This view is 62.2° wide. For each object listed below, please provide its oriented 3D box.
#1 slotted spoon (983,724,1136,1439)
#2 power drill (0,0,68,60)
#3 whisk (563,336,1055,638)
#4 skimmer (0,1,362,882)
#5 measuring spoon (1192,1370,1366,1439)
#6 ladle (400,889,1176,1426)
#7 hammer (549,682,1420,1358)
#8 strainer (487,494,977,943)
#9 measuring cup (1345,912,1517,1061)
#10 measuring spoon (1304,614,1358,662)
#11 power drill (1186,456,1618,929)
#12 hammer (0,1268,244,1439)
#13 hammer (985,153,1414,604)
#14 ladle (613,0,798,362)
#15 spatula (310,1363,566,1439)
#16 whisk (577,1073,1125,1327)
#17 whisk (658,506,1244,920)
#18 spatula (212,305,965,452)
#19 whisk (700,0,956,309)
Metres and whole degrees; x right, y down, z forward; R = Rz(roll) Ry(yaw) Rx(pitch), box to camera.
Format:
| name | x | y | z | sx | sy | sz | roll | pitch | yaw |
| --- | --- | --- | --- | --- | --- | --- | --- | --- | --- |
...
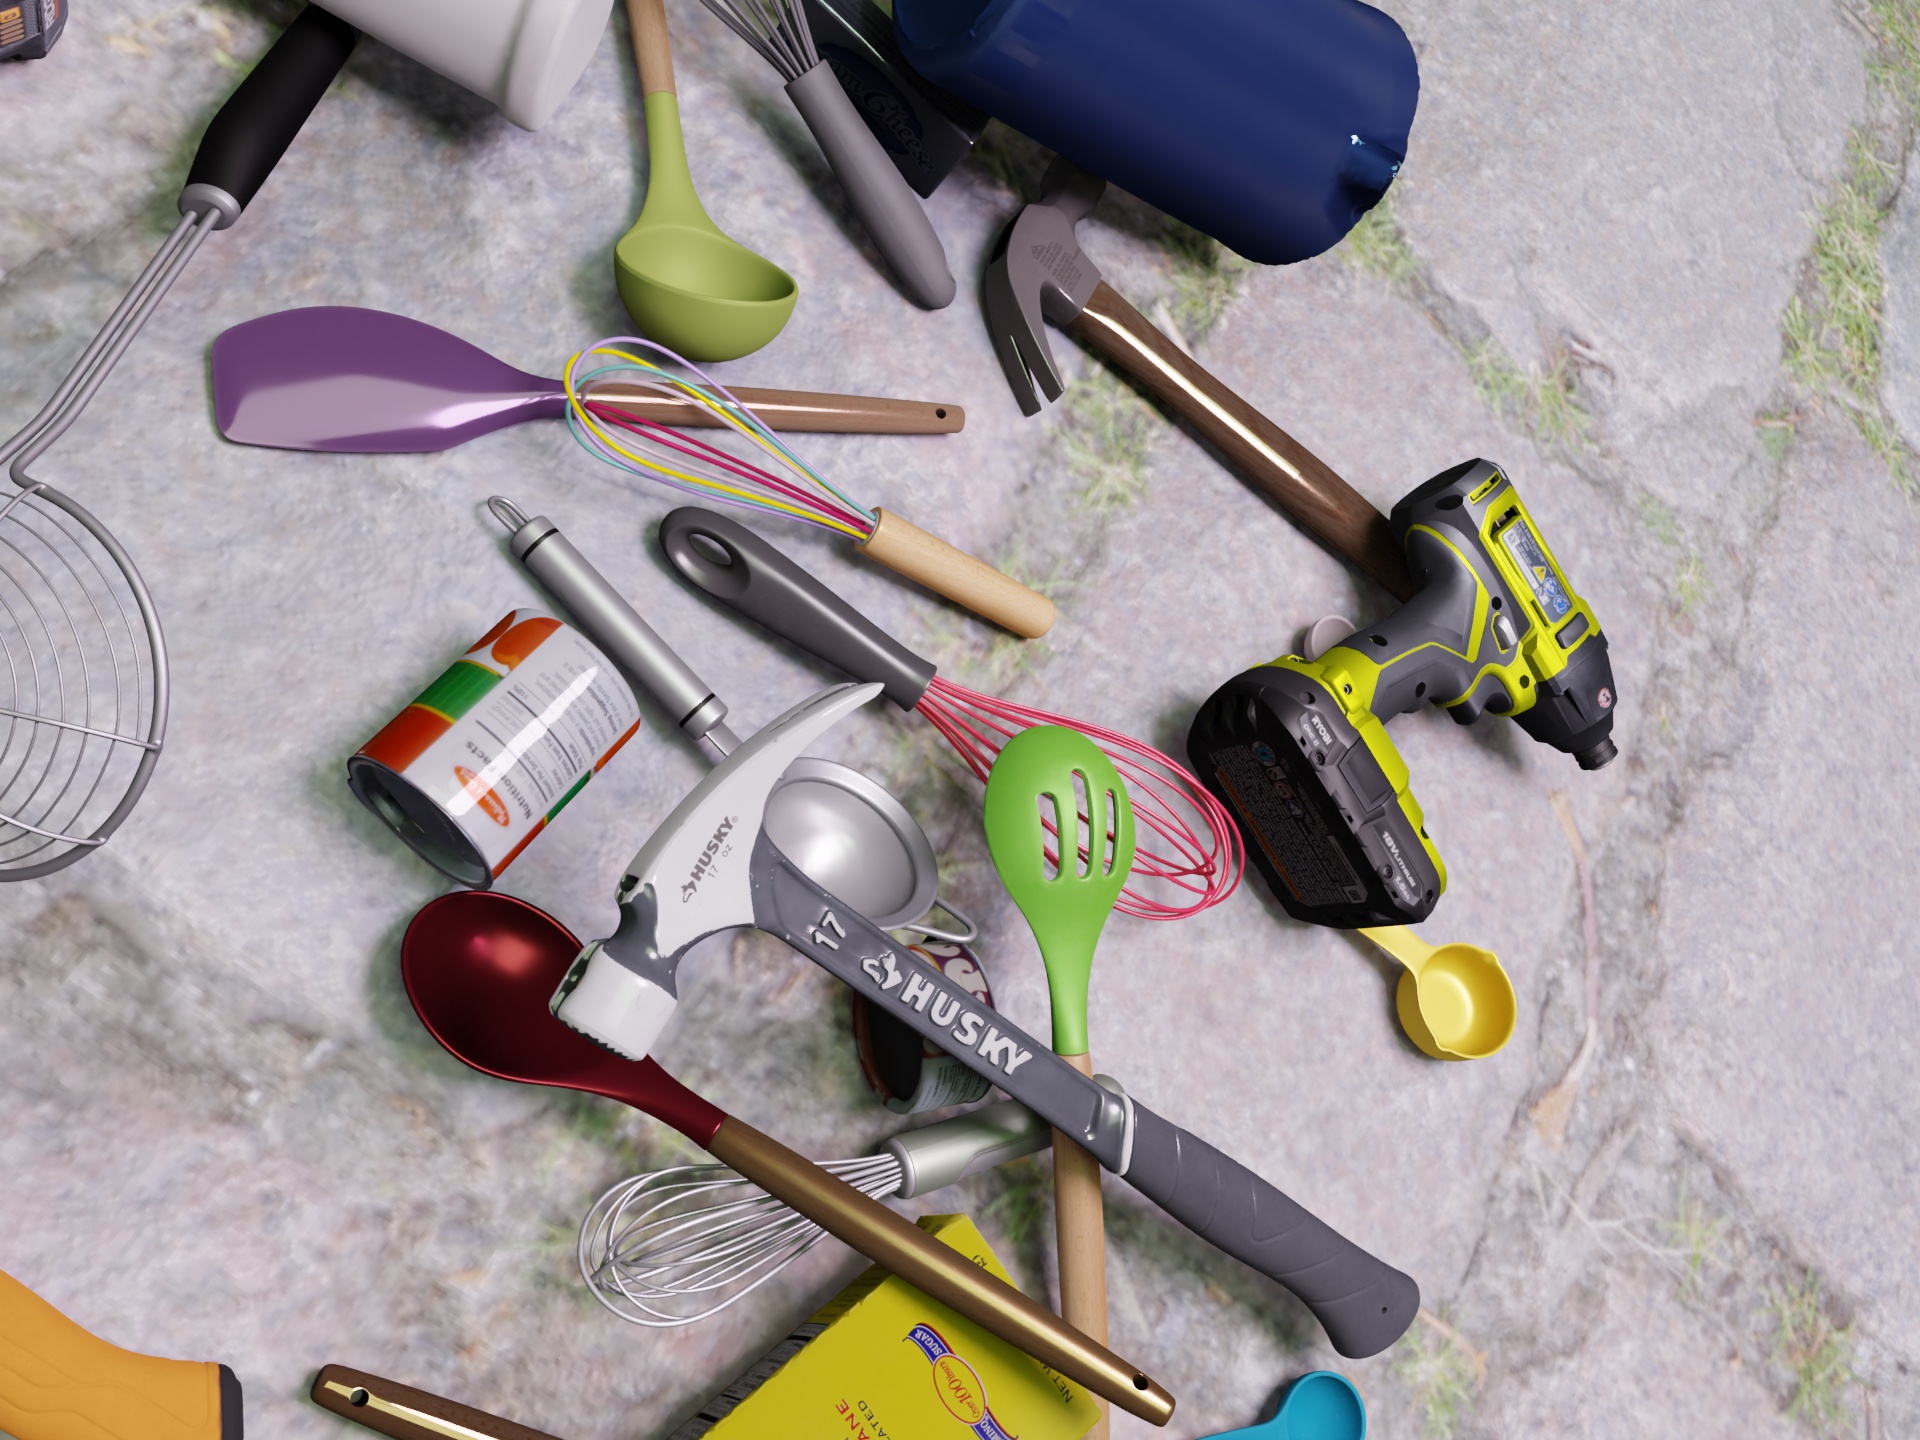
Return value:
| name | x | y | z | sx | sy | sz | roll | pitch | yaw |
| --- | --- | --- | --- | --- | --- | --- | --- | --- | --- |
| slotted spoon | 0.048 | 0.159 | 0.640 | 0.070 | 0.031 | 0.314 | -4 | 92 | -28 |
| power drill | -0.410 | -0.223 | 0.511 | 0.226 | 0.084 | 0.185 | -39 | 99 | -27 |
| whisk | -0.058 | -0.088 | 0.675 | 0.244 | 0.047 | 0.051 | 25 | 110 | -29 |
| skimmer | -0.283 | -0.121 | 0.569 | 0.127 | 0.090 | 0.364 | 5 | 56 | 11 |
| measuring spoon | 0.114 | 0.311 | 0.681 | 0.128 | 0.021 | 0.042 | -8 | 80 | -21 |
| ladle | -0.063 | 0.158 | 0.561 | 0.315 | 0.031 | 0.069 | 31 | 41 | 6 |
| hammer | 0.049 | 0.144 | 0.606 | 0.408 | 0.036 | 0.149 | 39 | 72 | -27 |
| strainer | -0.097 | 0.005 | 0.637 | 0.258 | 0.050 | 0.087 | 47 | 33 | -2 |
| measuring cup | 0.205 | 0.108 | 0.784 | 0.156 | 0.029 | 0.062 | 40 | 63 | 0 |
| measuring spoon | 0.198 | 0.008 | 0.813 | 0.034 | 0.018 | 0.124 | -12 | 89 | -30 |
| power drill | 0.229 | -0.004 | 0.772 | 0.223 | 0.080 | 0.171 | -37 | 99 | -29 |
| hammer | -0.362 | 0.139 | 0.458 | 0.336 | 0.034 | 0.127 | 39 | 60 | -13 |
| hammer | 0.149 | -0.141 | 0.815 | 0.331 | 0.031 | 0.130 | 36 | 62 | -15 |
| ladle | -0.131 | -0.302 | 0.697 | 0.078 | 0.062 | 0.320 | -3 | 75 | -32 |
| spatula | -0.076 | 0.289 | 0.564 | 0.317 | 0.044 | 0.082 | 29 | 63 | -17 |
| whisk | -0.031 | 0.178 | 0.620 | 0.246 | 0.057 | 0.059 | -8 | 51 | -34 |
| whisk | -0.001 | -0.002 | 0.680 | 0.295 | 0.073 | 0.073 | 34 | 63 | -10 |
| spatula | -0.139 | -0.136 | 0.666 | 0.315 | 0.018 | 0.060 | -2 | 80 | -28 |
| whisk | -0.068 | -0.286 | 0.707 | 0.055 | 0.055 | 0.238 | -49 | 118 | -30 |
